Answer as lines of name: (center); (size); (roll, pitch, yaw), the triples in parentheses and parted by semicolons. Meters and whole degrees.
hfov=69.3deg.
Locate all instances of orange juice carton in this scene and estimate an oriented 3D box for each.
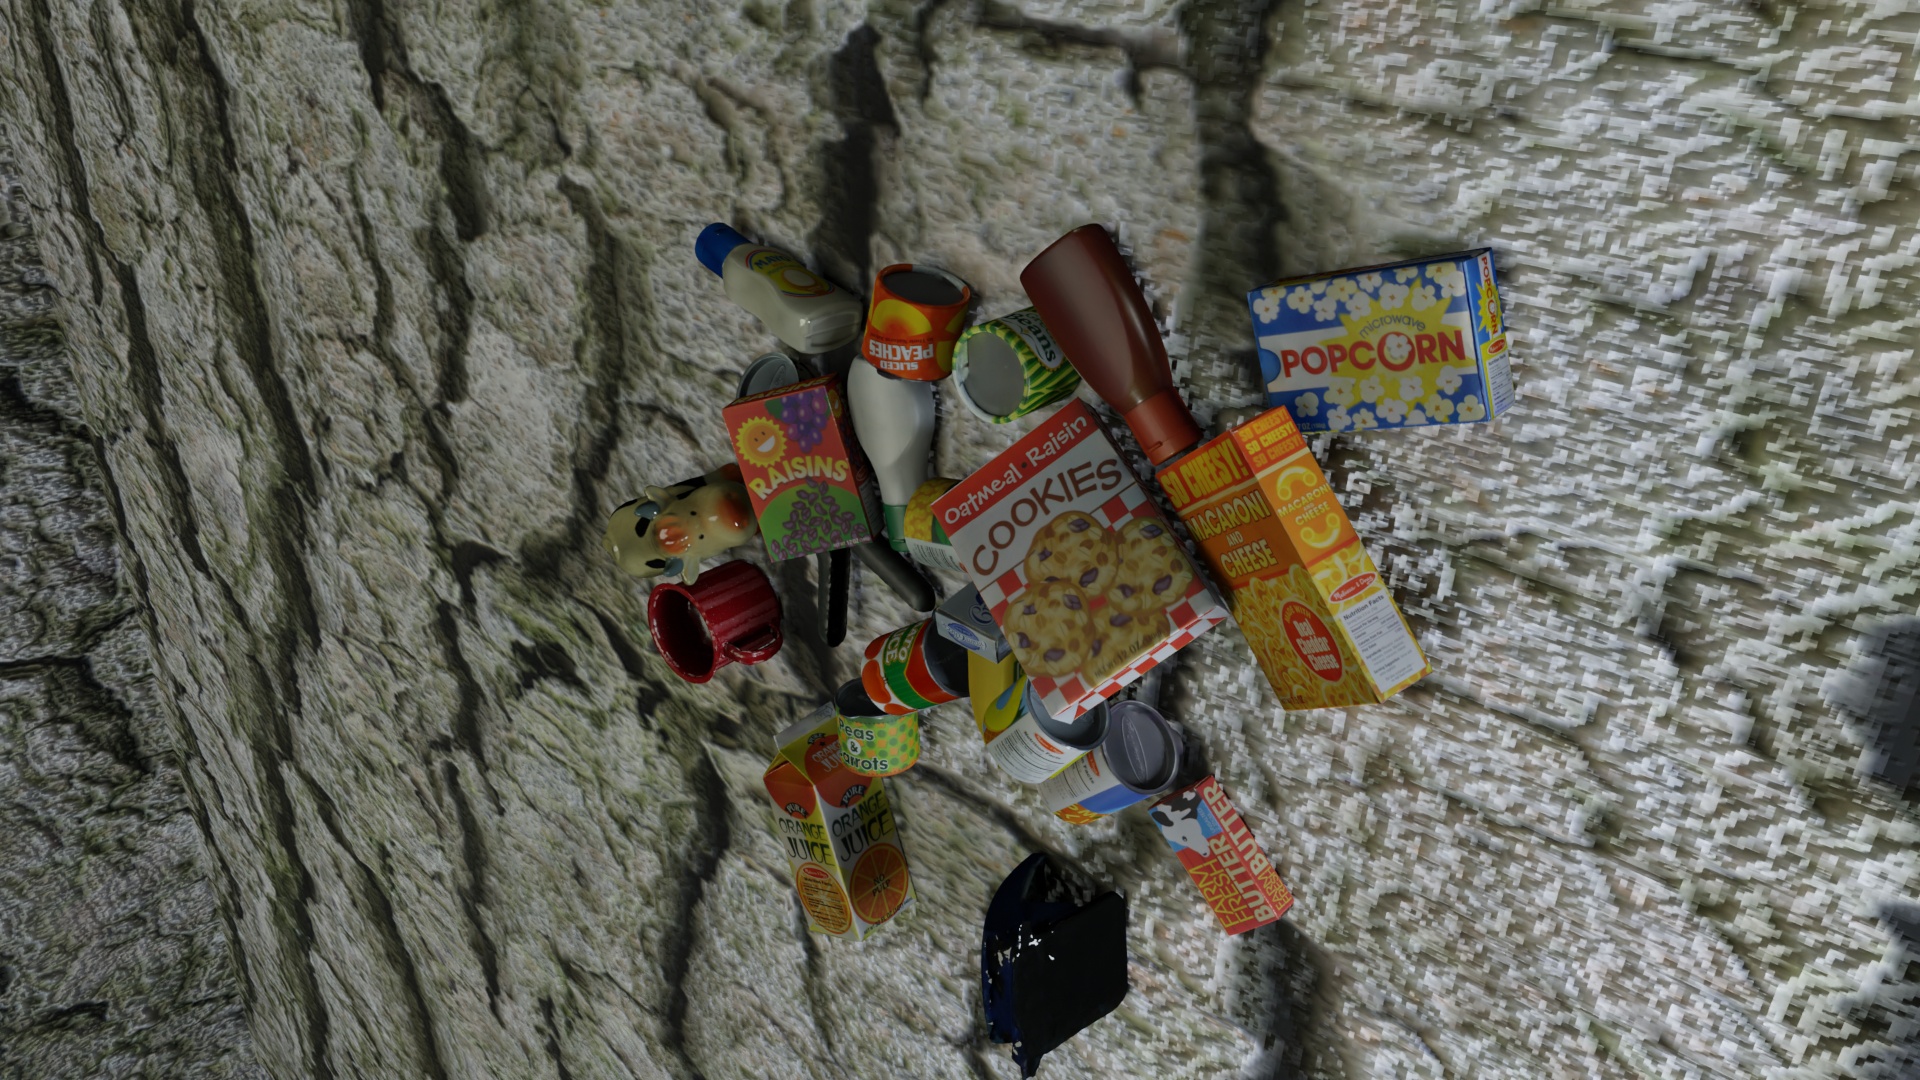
orange juice carton: (-0.110, 0.241, 1.201); (0.073, 0.072, 0.192); (-3, 107, 44)

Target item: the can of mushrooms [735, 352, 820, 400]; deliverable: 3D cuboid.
can of mushrooms: (-0.137, -0.109, 1.072); (0.071, 0.033, 0.071); (-9, 74, 34)

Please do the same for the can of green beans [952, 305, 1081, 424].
can of green beans: (0.037, -0.115, 0.904); (0.071, 0.058, 0.071); (20, 122, 36)

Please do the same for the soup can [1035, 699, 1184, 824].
soup can: (0.102, 0.155, 0.964); (0.071, 0.071, 0.083); (58, 140, 6)

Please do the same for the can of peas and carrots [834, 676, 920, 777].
can of peas and carrots: (-0.068, 0.150, 1.119); (0.071, 0.071, 0.058); (17, 121, 38)

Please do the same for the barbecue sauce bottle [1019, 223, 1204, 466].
barbecue sauce bottle: (0.097, -0.118, 0.857); (0.064, 0.044, 0.148); (-34, 85, 47)

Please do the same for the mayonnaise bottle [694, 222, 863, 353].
mayonnaise bottle: (-0.141, -0.191, 1.038); (0.148, 0.065, 0.041); (38, 132, 30)

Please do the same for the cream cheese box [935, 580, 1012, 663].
cream cheese box: (0.037, 0.038, 0.942); (0.053, 0.104, 0.024); (26, 136, 33)

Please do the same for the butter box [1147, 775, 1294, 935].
butter box: (0.178, 0.216, 0.950); (0.103, 0.024, 0.053); (57, 137, 8)

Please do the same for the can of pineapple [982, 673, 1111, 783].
can of pineapple: (0.057, 0.118, 0.917); (0.071, 0.071, 0.057); (54, 135, 10)

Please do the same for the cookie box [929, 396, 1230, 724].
cookie box: (0.072, 0.011, 0.876); (0.123, 0.040, 0.168); (-36, 65, 12)

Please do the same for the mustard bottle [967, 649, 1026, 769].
mustard bottle: (0.038, 0.107, 1.008); (0.049, 0.065, 0.159); (29, 133, 35)

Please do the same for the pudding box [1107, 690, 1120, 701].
pudding box: (0.091, 0.077, 0.948); (0.030, 0.050, 0.083); (31, 128, 31)

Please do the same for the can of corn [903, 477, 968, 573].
can of corn: (0.004, -0.012, 0.981); (0.058, 0.071, 0.071); (9, 115, 41)

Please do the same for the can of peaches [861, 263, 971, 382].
can of peaches: (-0.031, -0.148, 0.945); (0.071, 0.071, 0.057); (35, 129, 27)

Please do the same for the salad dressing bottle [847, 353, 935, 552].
salad dressing bottle: (-0.045, -0.066, 1.017); (0.064, 0.044, 0.147); (5, 113, 32)

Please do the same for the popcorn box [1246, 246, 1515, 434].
popcorn box: (0.224, -0.104, 0.745); (0.126, 0.038, 0.085); (-1, 109, 44)

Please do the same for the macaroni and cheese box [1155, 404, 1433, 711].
macaroni and cheese box: (0.187, 0.014, 0.800); (0.166, 0.040, 0.123); (62, 165, 3)

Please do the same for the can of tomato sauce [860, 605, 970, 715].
can of tomato sauce: (-0.028, 0.093, 1.057); (0.083, 0.071, 0.071); (-24, 92, 47)

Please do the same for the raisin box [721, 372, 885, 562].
raisin box: (-0.115, -0.053, 1.030); (0.086, 0.040, 0.123); (-12, 107, 16)
